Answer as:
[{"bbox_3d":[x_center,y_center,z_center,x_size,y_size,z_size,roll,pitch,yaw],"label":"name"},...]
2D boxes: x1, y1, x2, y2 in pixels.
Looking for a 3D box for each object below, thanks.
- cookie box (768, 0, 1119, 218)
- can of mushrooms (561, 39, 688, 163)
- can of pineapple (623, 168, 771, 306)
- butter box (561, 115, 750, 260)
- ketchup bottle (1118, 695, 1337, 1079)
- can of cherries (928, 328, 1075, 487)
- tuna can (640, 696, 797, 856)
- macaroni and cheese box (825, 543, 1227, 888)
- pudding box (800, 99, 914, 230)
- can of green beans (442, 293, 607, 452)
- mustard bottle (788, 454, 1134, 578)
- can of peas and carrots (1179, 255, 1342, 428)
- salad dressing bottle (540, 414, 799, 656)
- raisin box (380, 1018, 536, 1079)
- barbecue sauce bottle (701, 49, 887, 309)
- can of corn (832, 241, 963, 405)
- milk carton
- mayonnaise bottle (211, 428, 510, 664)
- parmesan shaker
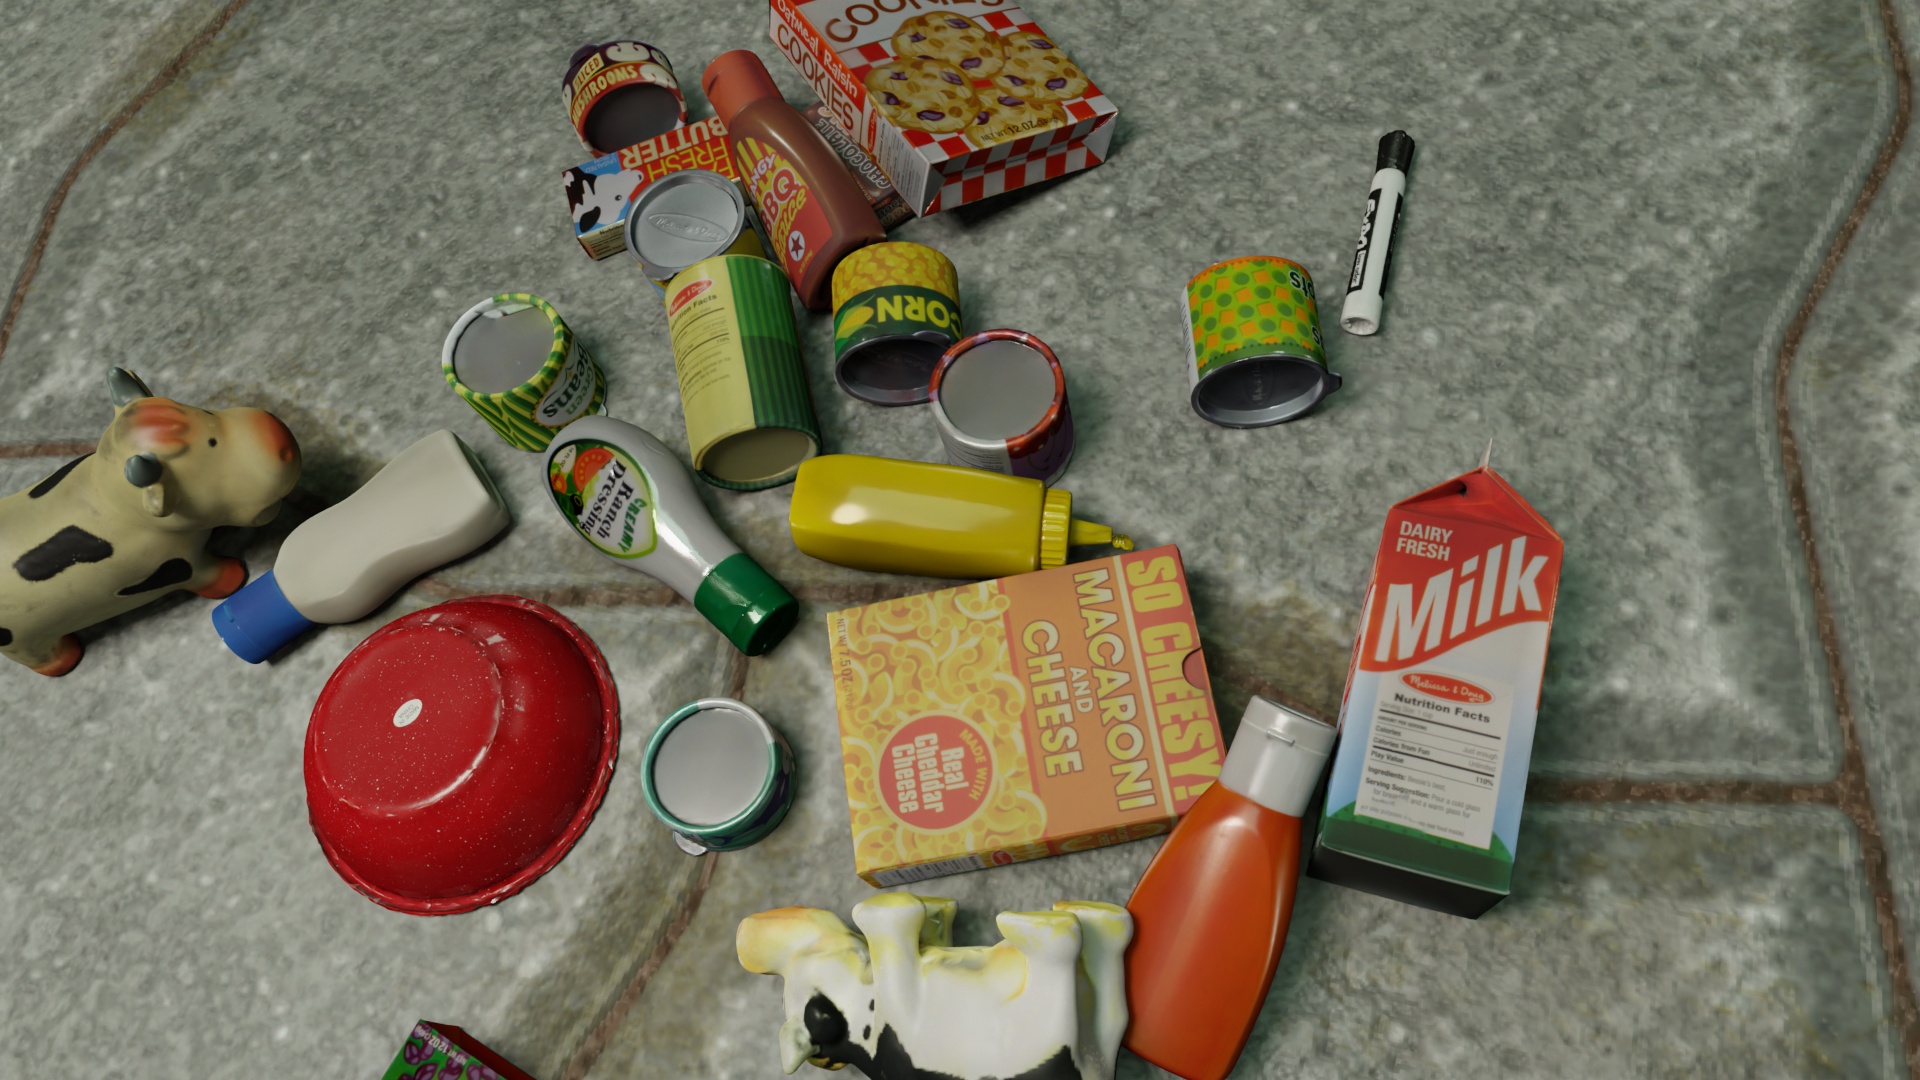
[{"bbox_3d":[-0.012,-0.259,0.764,0.123,0.040,0.168,-23,62,-25],"label":"cookie box"},{"bbox_3d":[-0.193,-0.251,0.796,0.071,0.071,0.033,-25,66,-2],"label":"can of mushrooms"},{"bbox_3d":[-0.142,-0.155,0.751,0.071,0.057,0.071,-4,65,8],"label":"can of pineapple"},{"bbox_3d":[-0.172,-0.203,0.796,0.103,0.024,0.053,-20,65,1],"label":"butter box"},{"bbox_3d":[0.106,0.137,0.557,0.065,0.043,0.148,23,93,20],"label":"ketchup bottle"},{"bbox_3d":[0.022,-0.064,0.681,0.071,0.058,0.072,-4,66,8],"label":"can of cherries"},{"bbox_3d":[-0.113,0.109,0.640,0.071,0.032,0.071,-4,65,8],"label":"tuna can"},{"bbox_3d":[0.030,0.078,0.625,0.166,0.040,0.124,-12,65,4],"label":"macaroni and cheese box"},{"bbox_3d":[-0.052,-0.215,0.778,0.050,0.030,0.084,-32,65,-5],"label":"pudding box"},{"bbox_3d":[-0.230,-0.089,0.735,0.071,0.057,0.071,-4,66,8],"label":"can of green beans"},{"bbox_3d":[0.002,-0.008,0.660,0.160,0.065,0.049,5,73,6],"label":"mustard bottle"},{"bbox_3d":[0.144,-0.096,0.671,0.071,0.070,0.059,-6,65,7],"label":"can of peas and carrots"},{"bbox_3d":[-0.143,-0.002,0.686,0.148,0.044,0.064,39,111,17],"label":"salad dressing bottle"},{"bbox_3d":[-0.223,0.278,0.579,0.086,0.040,0.124,24,71,18],"label":"raisin box"},{"bbox_3d":[-0.093,-0.200,0.752,0.044,0.064,0.149,-14,66,-38],"label":"barbecue sauce bottle"},{"bbox_3d":[-0.031,-0.111,0.705,0.071,0.071,0.058,-8,65,6],"label":"can of corn"},{"bbox_3d":[0.204,0.054,0.590,0.073,0.072,0.191,13,70,14],"label":"milk carton"},{"bbox_3d":[-0.310,0.007,0.716,0.148,0.041,0.065,-35,64,-6],"label":"mayonnaise bottle"},{"bbox_3d":[-0.113,-0.084,0.711,0.071,0.071,0.103,-16,65,3],"label":"parmesan shaker"}]
